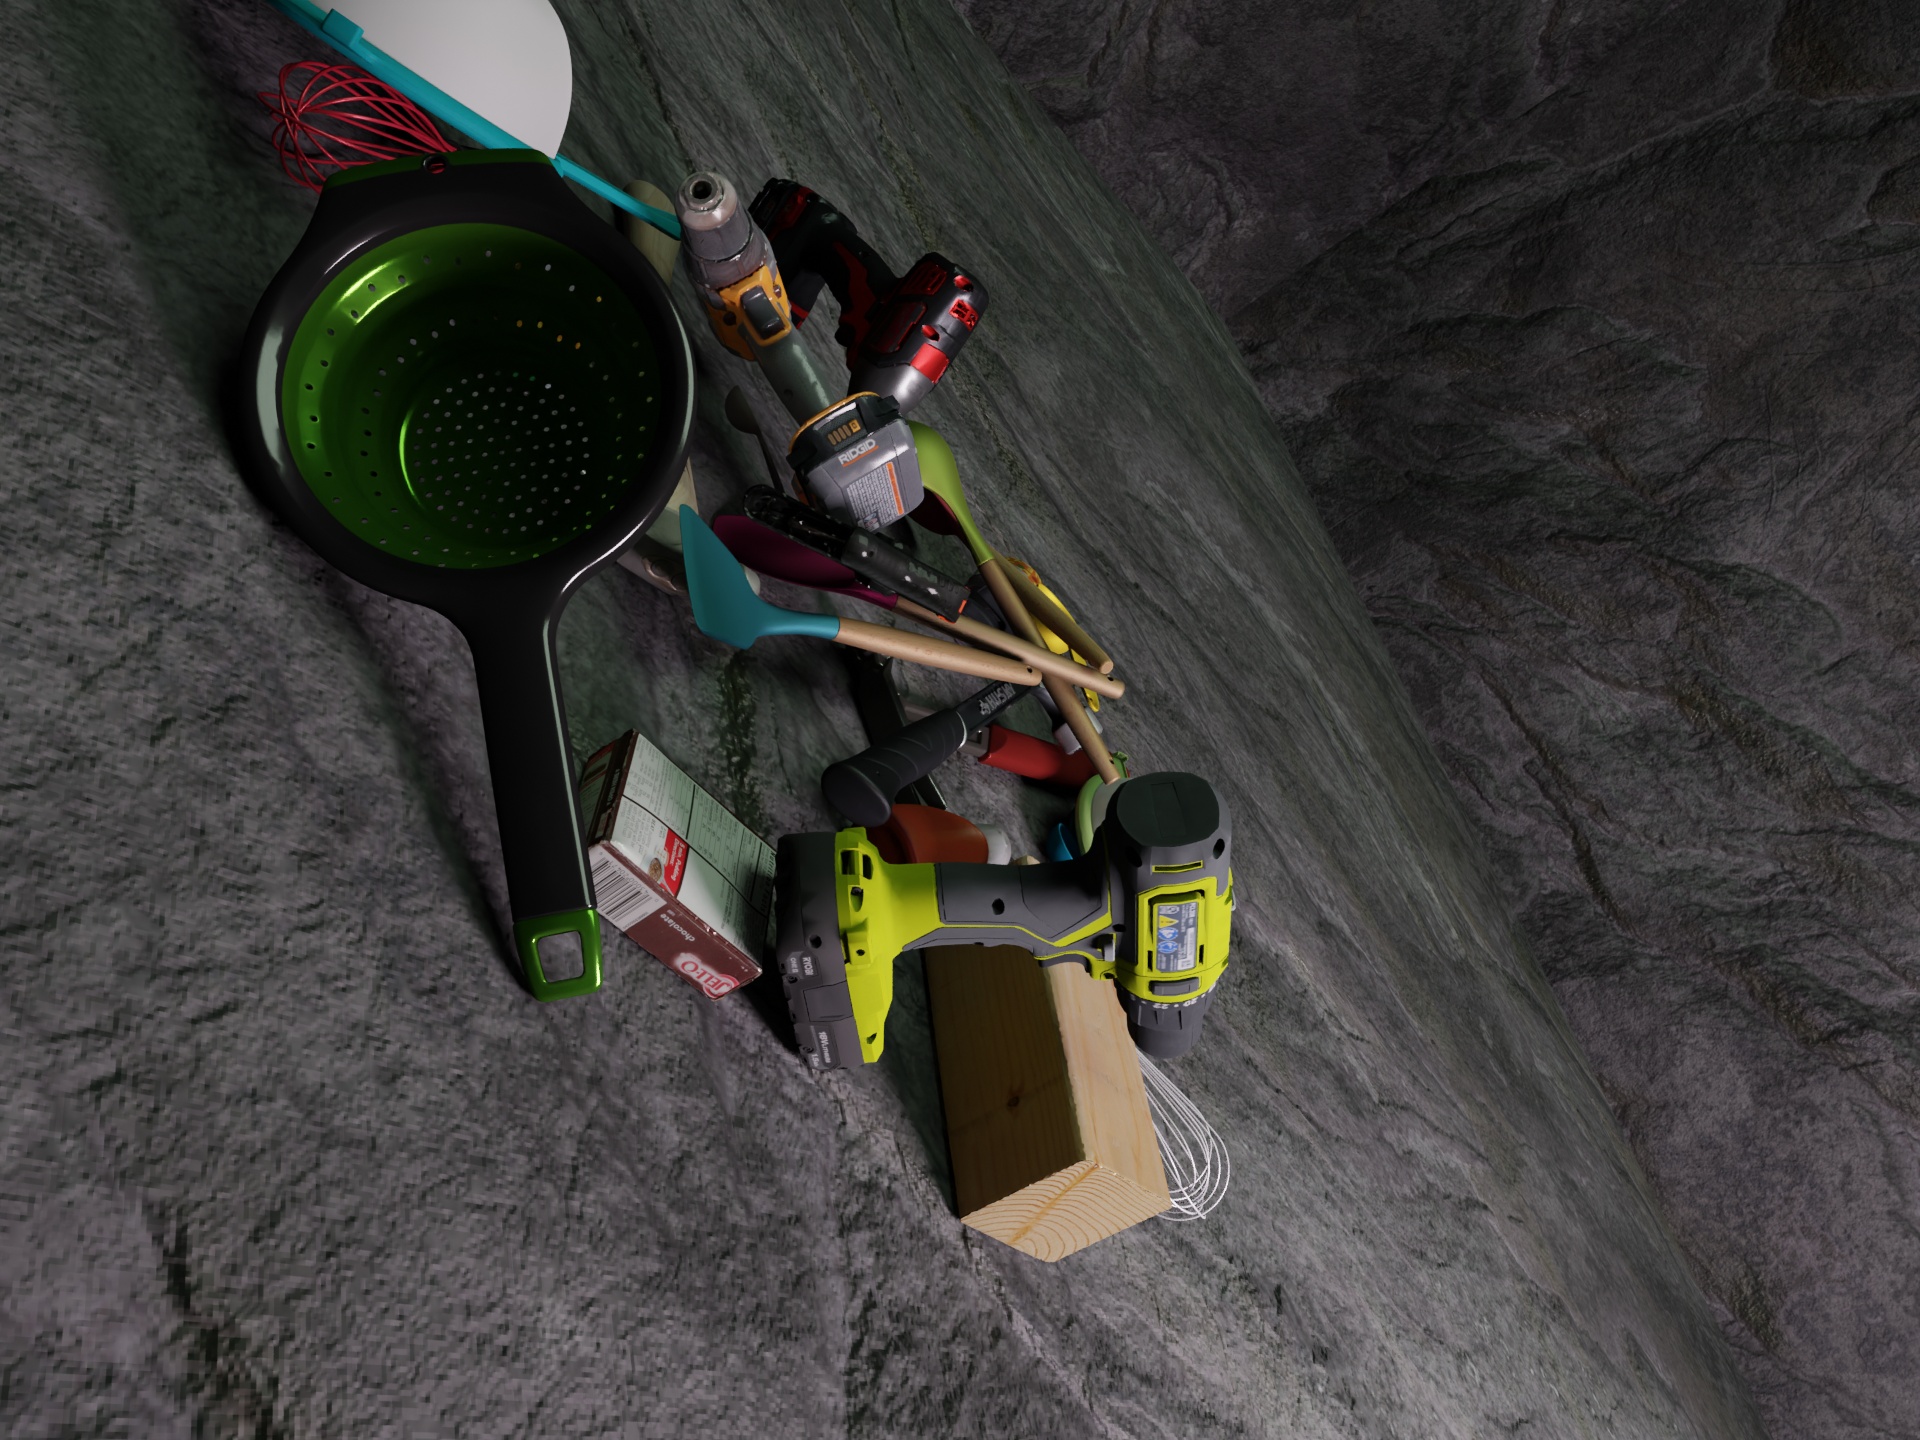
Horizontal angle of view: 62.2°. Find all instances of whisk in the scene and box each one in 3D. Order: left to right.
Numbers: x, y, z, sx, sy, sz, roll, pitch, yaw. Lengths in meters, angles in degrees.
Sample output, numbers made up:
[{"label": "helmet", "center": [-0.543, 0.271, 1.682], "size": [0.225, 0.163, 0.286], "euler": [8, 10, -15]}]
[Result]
[{"label": "whisk", "center": [-0.315, -0.336, 0.948], "size": [0.073, 0.073, 0.296], "euler": [57, 17, -3]}, {"label": "whisk", "center": [0.089, 0.208, 1.077], "size": [0.285, 0.070, 0.070], "euler": [59, 22, 16]}]

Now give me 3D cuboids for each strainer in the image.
[{"label": "strainer", "center": [-0.268, -0.399, 0.966], "size": [0.211, 0.095, 0.340], "euler": [41, 14, 32]}, {"label": "strainer", "center": [0.141, 0.117, 1.208], "size": [0.151, 0.069, 0.256], "euler": [57, 30, -5]}]

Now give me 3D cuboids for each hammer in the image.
[{"label": "hammer", "center": [-0.213, -0.245, 1.063], "size": [0.146, 0.038, 0.411], "euler": [35, 31, -41]}, {"label": "hammer", "center": [-0.002, -0.003, 1.089], "size": [0.149, 0.036, 0.409], "euler": [55, 22, 1]}, {"label": "hammer", "center": [0.042, 0.031, 1.227], "size": [0.358, 0.036, 0.149], "euler": [18, 44, -56]}]

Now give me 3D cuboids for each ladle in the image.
[{"label": "ladle", "center": [0.023, -0.087, 1.177], "size": [0.320, 0.062, 0.078], "euler": [60, 26, 7]}, {"label": "ladle", "center": [0.027, -0.121, 1.239], "size": [0.316, 0.031, 0.069], "euler": [47, -12, 44]}]

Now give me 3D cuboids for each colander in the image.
[{"label": "colander", "center": [-0.213, -0.066, 0.754], "size": [0.094, 0.204, 0.397], "euler": [123, -44, -78]}]

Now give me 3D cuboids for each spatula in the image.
[{"label": "spatula", "center": [-0.054, -0.057, 1.006], "size": [0.317, 0.044, 0.082], "euler": [11, 58, -42]}]

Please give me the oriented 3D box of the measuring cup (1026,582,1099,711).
[{"label": "measuring cup", "center": [0.077, -0.049, 1.221], "size": [0.062, 0.029, 0.157], "euler": [43, 20, -33]}]

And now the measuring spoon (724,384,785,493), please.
[{"label": "measuring spoon", "center": [-0.140, -0.180, 1.111], "size": [0.124, 0.018, 0.034], "euler": [71, -8, -48]}]

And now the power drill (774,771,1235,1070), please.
[{"label": "power drill", "center": [0.027, 0.119, 0.825], "size": [0.080, 0.228, 0.190], "euler": [-96, 180, -47]}]

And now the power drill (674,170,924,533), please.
[{"label": "power drill", "center": [-0.116, -0.246, 1.065], "size": [0.226, 0.084, 0.185], "euler": [58, -5, 13]}]

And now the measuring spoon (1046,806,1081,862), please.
[{"label": "measuring spoon", "center": [0.085, 0.094, 1.269], "size": [0.042, 0.021, 0.128], "euler": [60, 13, -5]}]

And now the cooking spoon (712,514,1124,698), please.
[{"label": "cooking spoon", "center": [-0.024, -0.074, 1.106], "size": [0.318, 0.017, 0.069], "euler": [20, 34, -19]}]

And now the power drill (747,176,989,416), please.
[{"label": "power drill", "center": [-0.090, -0.309, 1.200], "size": [0.220, 0.143, 0.078], "euler": [39, 8, 34]}]
